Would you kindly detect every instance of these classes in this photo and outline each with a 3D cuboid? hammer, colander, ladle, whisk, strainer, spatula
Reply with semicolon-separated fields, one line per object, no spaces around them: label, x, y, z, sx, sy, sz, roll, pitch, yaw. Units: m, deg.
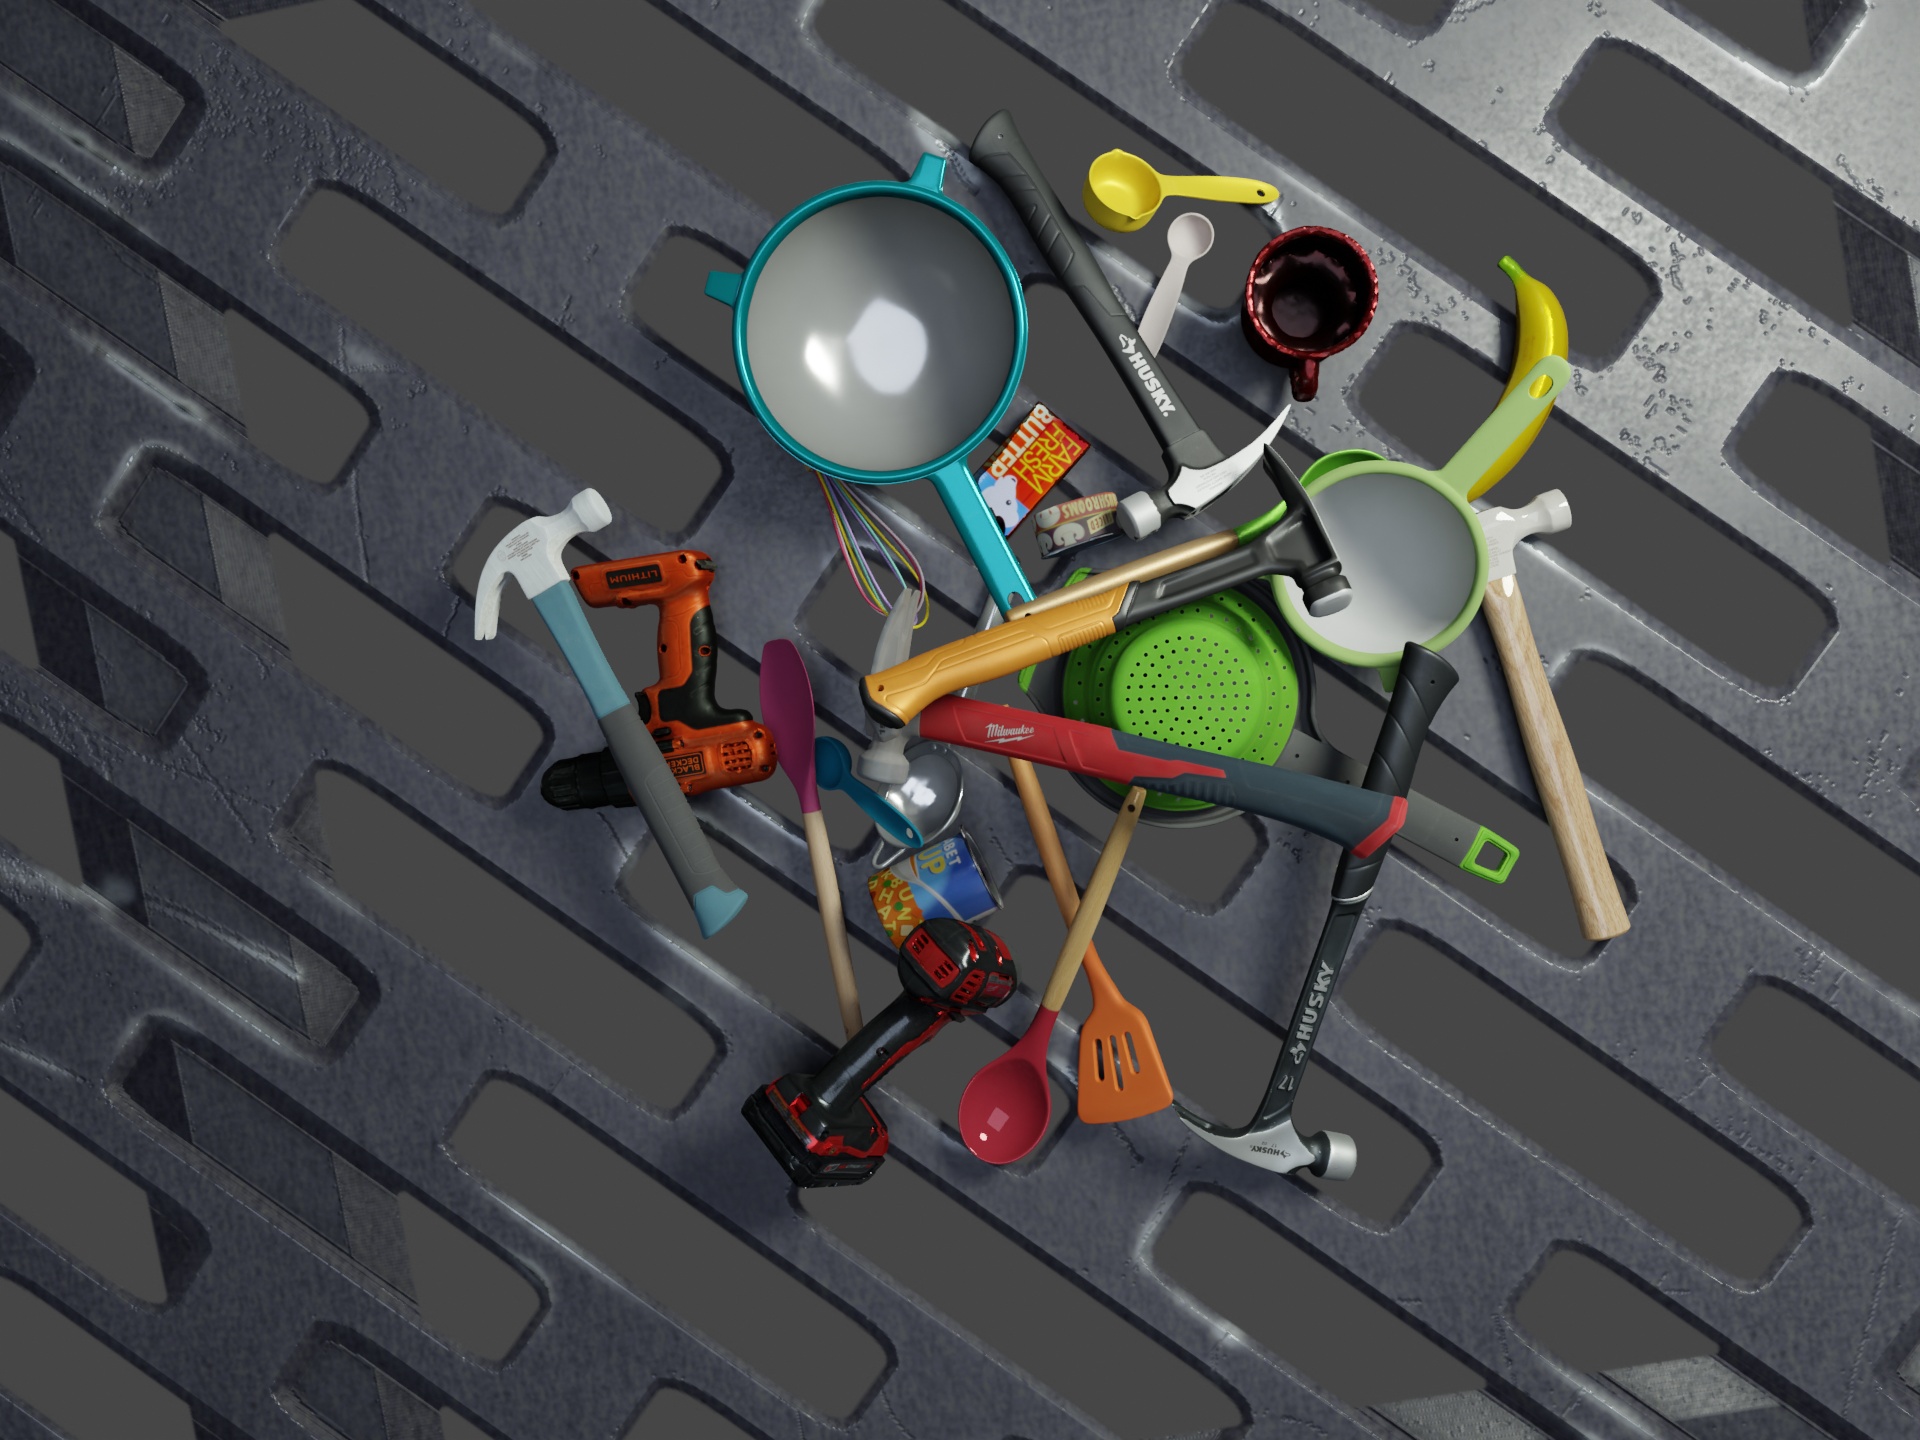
hammer;-0.246;0.005;1.165;0.128;0.033;0.331;-28;90;8
hammer;0.429;0.005;1.183;0.130;0.031;0.331;-18;92;4
colander;0.235;0.020;1.163;0.397;0.094;0.204;28;94;2
ladle;0.075;0.191;1.184;0.069;0.031;0.315;22;105;6
whisk;-0.093;-0.175;1.204;0.047;0.051;0.245;-29;86;-17
strainer;-0.002;-0.004;1.203;0.087;0.050;0.258;19;88;45
strainer;0.330;-0.155;1.120;0.151;0.069;0.256;39;116;0
spatula;0.080;0.143;1.204;0.081;0.041;0.322;-20;90;28
hammer;0.107;-0.305;1.166;0.146;0.035;0.335;-29;83;-8
strainer;-0.025;-0.222;1.170;0.211;0.095;0.340;-27;95;6
hammer;0.271;0.140;1.150;0.149;0.036;0.409;13;102;-12
hammer;0.115;0.011;1.102;0.386;0.038;0.143;13;95;20
hammer;0.088;-0.078;1.093;0.337;0.034;0.127;-21;67;1

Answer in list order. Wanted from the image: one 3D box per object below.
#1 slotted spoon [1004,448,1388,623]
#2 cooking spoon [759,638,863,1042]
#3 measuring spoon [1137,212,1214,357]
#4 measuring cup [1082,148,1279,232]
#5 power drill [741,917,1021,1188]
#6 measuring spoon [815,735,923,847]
slotted spoon;0.176;-0.126;1.157;0.313;0.031;0.070;-21;113;-11
cooking spoon;-0.109;0.094;1.217;0.017;0.069;0.319;-15;97;-41
measuring spoon;0.156;-0.319;1.195;0.034;0.018;0.124;24;101;9
measuring cup;0.162;-0.384;1.170;0.156;0.029;0.062;-4;69;-21
power drill;-0.044;0.239;1.173;0.219;0.143;0.079;-48;63;7
measuring spoon;-0.067;0.055;1.194;0.129;0.021;0.042;38;125;29
